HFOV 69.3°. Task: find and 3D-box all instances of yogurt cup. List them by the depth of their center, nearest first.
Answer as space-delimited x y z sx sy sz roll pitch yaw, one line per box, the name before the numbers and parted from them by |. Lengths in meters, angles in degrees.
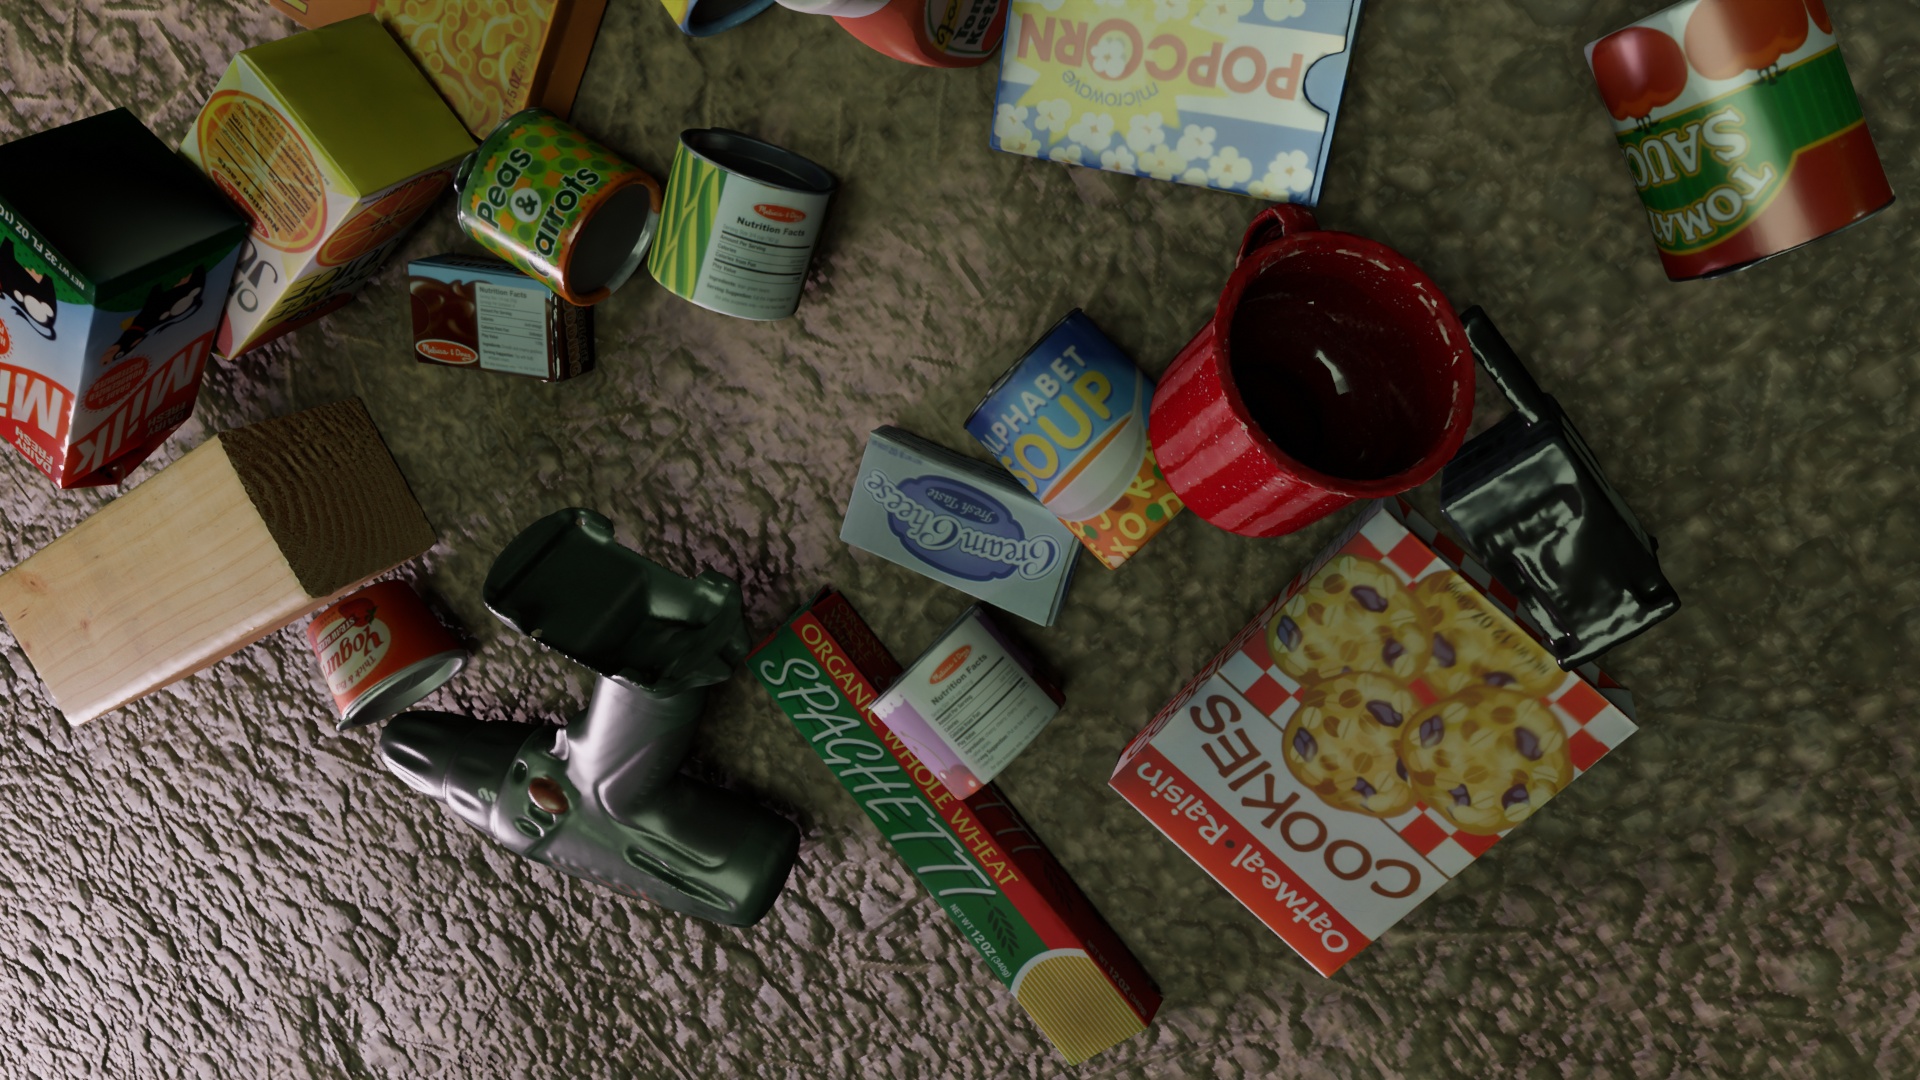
yogurt cup | -0.300 0.057 0.720 0.072 0.072 0.054 -38 83 27

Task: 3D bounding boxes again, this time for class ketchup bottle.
ketchup bottle | -0.021 -0.198 0.479 0.043 0.149 0.064 26 115 13

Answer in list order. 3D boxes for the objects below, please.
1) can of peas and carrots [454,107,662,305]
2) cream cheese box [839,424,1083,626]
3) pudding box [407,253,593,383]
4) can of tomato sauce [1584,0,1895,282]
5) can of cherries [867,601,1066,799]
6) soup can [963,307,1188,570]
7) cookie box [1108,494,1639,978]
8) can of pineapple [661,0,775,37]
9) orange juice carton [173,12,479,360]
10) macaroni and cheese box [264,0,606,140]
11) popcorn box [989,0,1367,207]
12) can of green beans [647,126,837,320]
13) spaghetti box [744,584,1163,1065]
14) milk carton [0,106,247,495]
can of peas and carrots | -0.173 -0.144 0.600 0.059 0.071 0.070 33 116 8
cream cheese box | 0.002 -0.008 0.602 0.104 0.024 0.053 23 114 13
pudding box | -0.216 -0.105 0.653 0.084 0.030 0.049 10 111 18
can of tomato sauce | 0.244 -0.133 0.441 0.071 0.071 0.083 -21 98 26
can of cherries | 0.003 0.070 0.606 0.058 0.072 0.071 46 117 1
soup can | 0.052 -0.039 0.546 0.084 0.071 0.071 45 117 3
cookie box | 0.160 0.080 0.561 0.123 0.040 0.166 42 116 4
can of pineapple | -0.098 -0.240 0.544 0.071 0.071 0.058 -32 94 27
orange juice carton | -0.308 -0.146 0.630 0.192 0.072 0.073 -28 104 40
macaroni and cheese box | -0.233 -0.263 0.602 0.166 0.040 0.123 33 116 8
popcorn box | 0.079 -0.176 0.510 0.127 0.038 0.085 15 111 16
can of green beans | -0.091 -0.131 0.575 0.071 0.071 0.057 27 115 11
spaghetti box | -0.004 0.133 0.648 0.050 0.029 0.250 -39 91 27
milk carton | -0.387 -0.092 0.614 0.072 0.074 0.189 45 133 -4
